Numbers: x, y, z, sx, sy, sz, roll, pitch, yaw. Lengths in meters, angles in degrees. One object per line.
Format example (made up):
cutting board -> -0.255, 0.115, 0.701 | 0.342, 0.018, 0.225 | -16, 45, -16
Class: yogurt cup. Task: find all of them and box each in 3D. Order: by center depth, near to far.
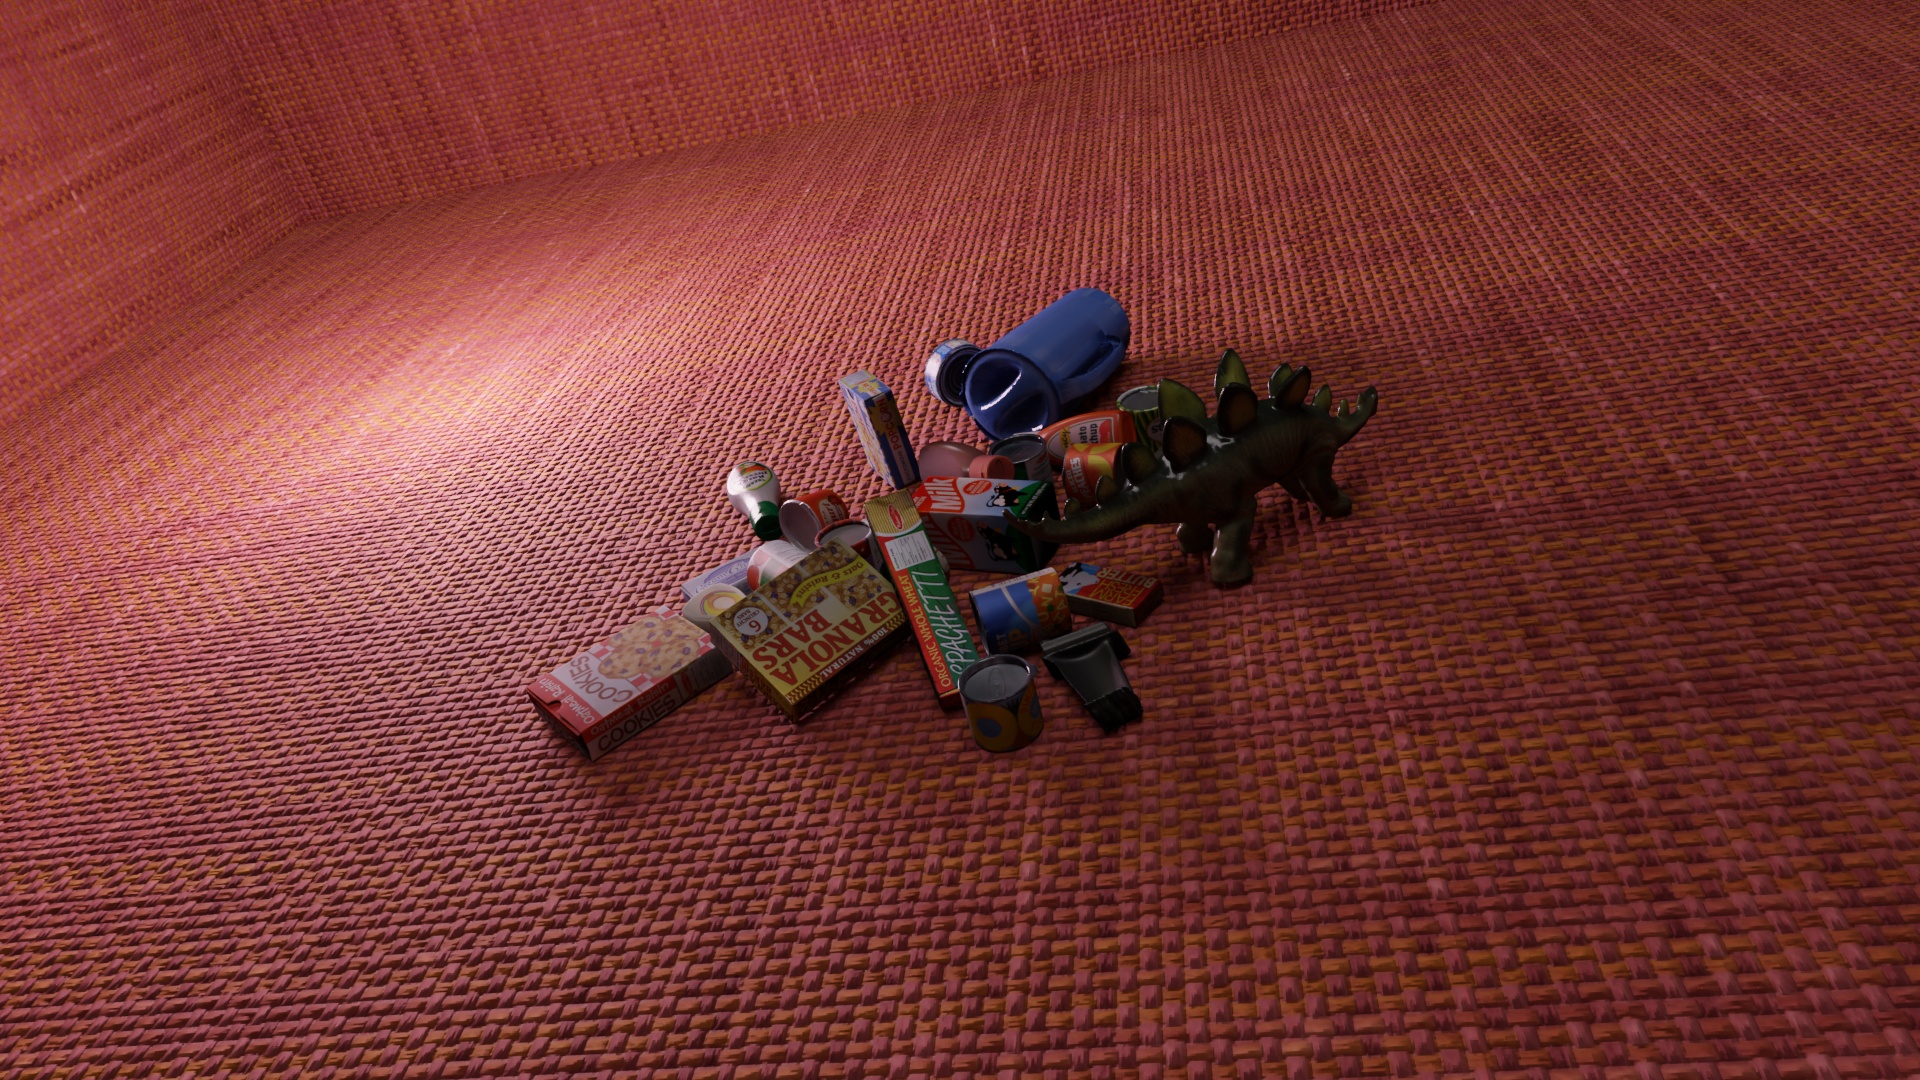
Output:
yogurt cup -> -0.162, -0.023, 1.563 | 0.072, 0.072, 0.054 | 13, 32, 39

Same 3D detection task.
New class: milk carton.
milk carton -> 0.005, -0.018, 1.474 | 0.190, 0.073, 0.073 | 4, 35, 29

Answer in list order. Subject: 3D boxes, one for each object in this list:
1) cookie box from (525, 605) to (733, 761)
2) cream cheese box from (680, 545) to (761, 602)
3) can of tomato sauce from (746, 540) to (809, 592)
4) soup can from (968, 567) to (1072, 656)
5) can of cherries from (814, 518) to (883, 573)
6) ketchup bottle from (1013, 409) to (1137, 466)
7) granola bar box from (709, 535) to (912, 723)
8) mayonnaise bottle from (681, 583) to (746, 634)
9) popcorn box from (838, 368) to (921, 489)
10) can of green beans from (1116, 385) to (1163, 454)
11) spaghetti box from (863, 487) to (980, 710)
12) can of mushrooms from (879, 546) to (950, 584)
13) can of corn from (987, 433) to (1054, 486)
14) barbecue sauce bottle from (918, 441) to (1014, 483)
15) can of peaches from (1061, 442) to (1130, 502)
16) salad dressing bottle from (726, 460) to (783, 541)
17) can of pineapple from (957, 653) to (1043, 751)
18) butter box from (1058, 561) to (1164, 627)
cookie box -> -0.331, 0.138, 1.388 | 0.168, 0.040, 0.123 | -33, 35, -28
cream cheese box -> -0.249, 0.045, 1.523 | 0.104, 0.024, 0.053 | -27, 32, -21
can of tomato sauce -> -0.177, 0.044, 1.457 | 0.071, 0.071, 0.083 | -31, 34, -26
soup can -> 0.058, 0.071, 1.316 | 0.084, 0.071, 0.071 | -16, 30, -5
can of cherries -> -0.119, 0.017, 1.481 | 0.071, 0.058, 0.072 | -10, 30, 6
ketchup bottle -> 0.128, -0.111, 1.593 | 0.148, 0.064, 0.044 | -4, 6, 34
granola bar box -> -0.141, 0.084, 1.351 | 0.124, 0.038, 0.166 | 41, 56, 21
mayonnaise bottle -> -0.219, 0.087, 1.426 | 0.148, 0.041, 0.065 | 18, 42, 41
popcorn box -> -0.095, -0.132, 1.652 | 0.038, 0.126, 0.085 | -27, 32, -13
can of green beans -> 0.216, -0.139, 1.599 | 0.071, 0.057, 0.071 | -11, 31, 6
spaghetti box -> -0.035, 0.052, 1.334 | 0.050, 0.028, 0.251 | -18, 52, -7
can of mushrooms -> -0.044, 0.035, 1.416 | 0.071, 0.070, 0.034 | 4, 34, 28
can of corn -> 0.067, -0.080, 1.564 | 0.071, 0.058, 0.071 | -11, 31, 7
barbecue sauce bottle -> 0.006, -0.078, 1.547 | 0.044, 0.064, 0.148 | -20, 14, -27
can of peaches -> 0.148, -0.073, 1.509 | 0.058, 0.071, 0.071 | 1, 34, 23
salad dressing bottle -> -0.239, -0.046, 1.651 | 0.064, 0.043, 0.148 | -19, 31, -10
can of pineapple -> 0.037, 0.142, 1.211 | 0.071, 0.057, 0.071 | -11, 31, 6
butter box -> 0.140, 0.051, 1.350 | 0.103, 0.024, 0.053 | 12, 40, 37
